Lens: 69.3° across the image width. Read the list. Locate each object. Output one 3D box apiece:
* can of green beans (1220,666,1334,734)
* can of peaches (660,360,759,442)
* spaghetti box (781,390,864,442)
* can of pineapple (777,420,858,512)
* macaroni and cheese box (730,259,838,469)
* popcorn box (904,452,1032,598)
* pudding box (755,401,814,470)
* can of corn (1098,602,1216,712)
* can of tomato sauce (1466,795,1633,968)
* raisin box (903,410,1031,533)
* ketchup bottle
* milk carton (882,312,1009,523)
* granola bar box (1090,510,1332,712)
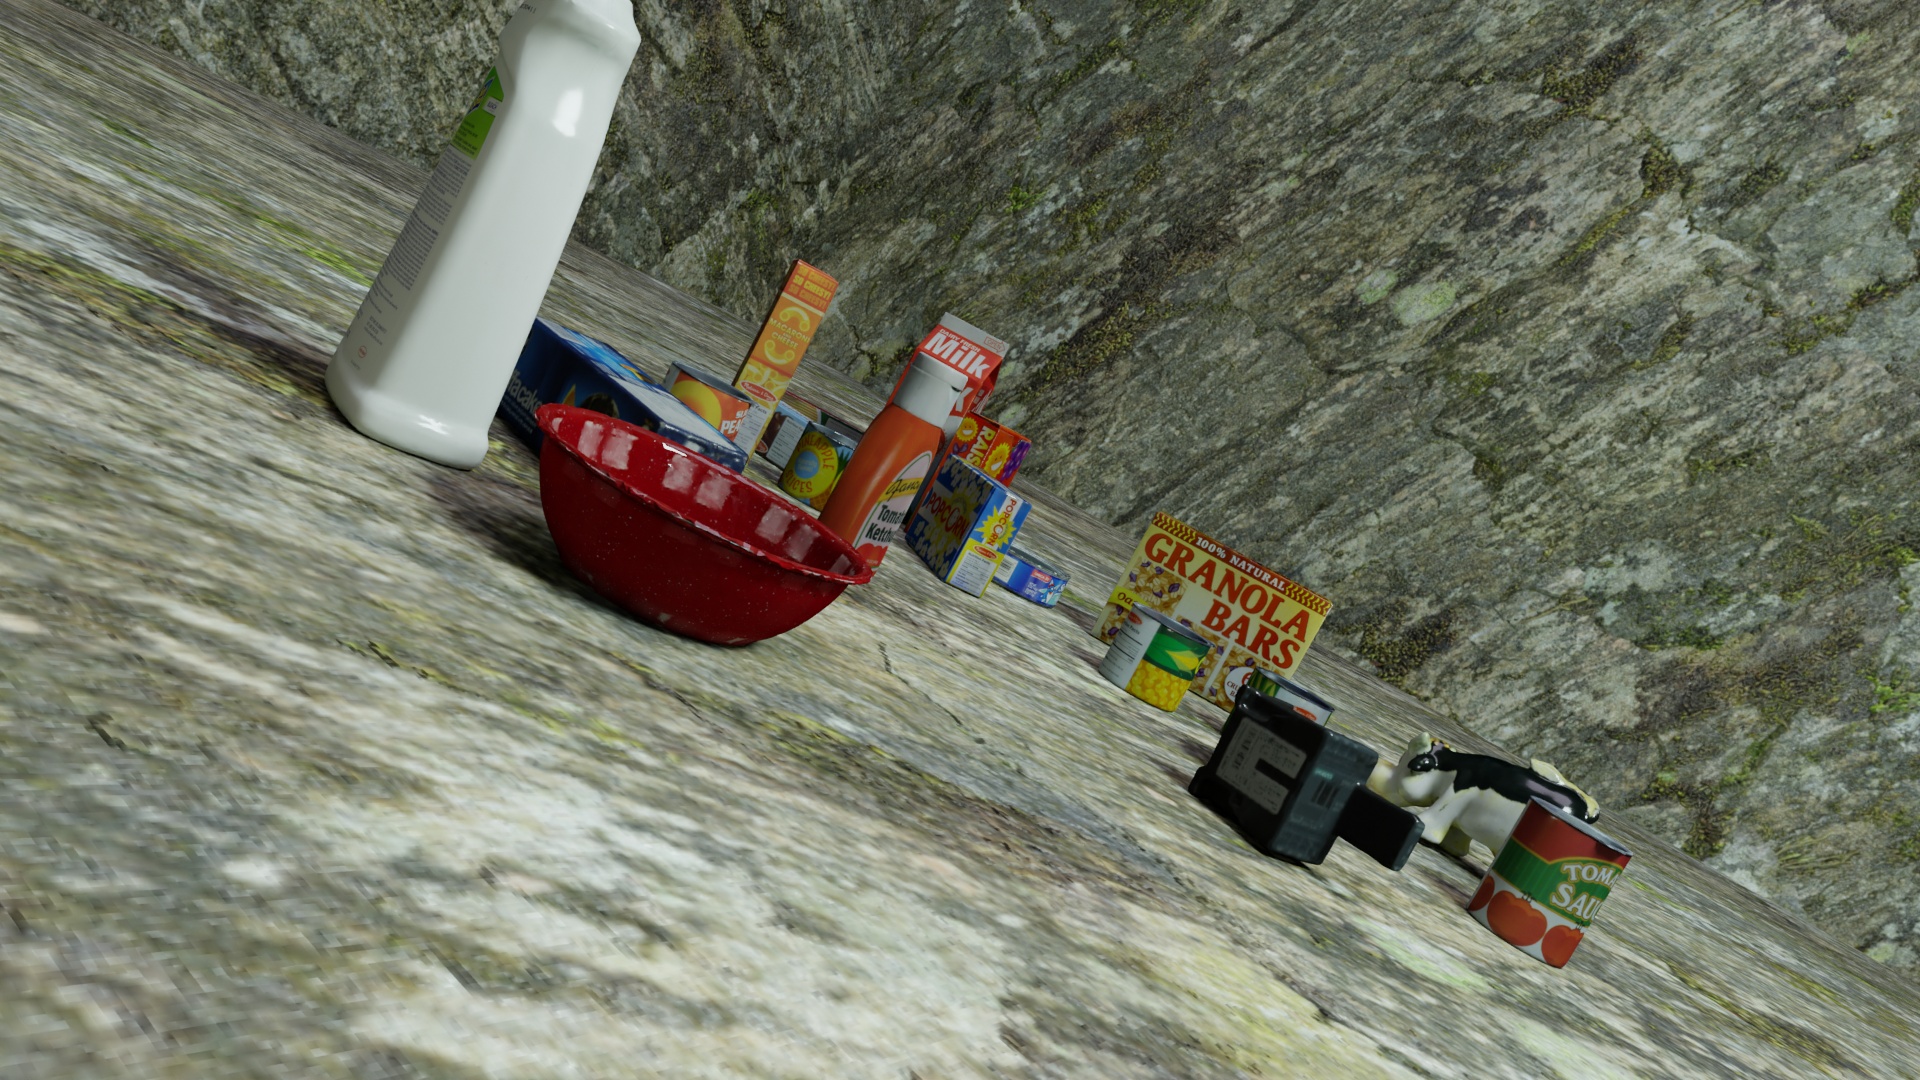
[{"bbox_3d":[0.238,0.135,1.044,0.071,0.057,0.071,28,6,-3],"label":"can of green beans"},{"bbox_3d":[-0.193,-0.091,1.025,0.071,0.058,0.071,28,6,-3],"label":"can of peaches"},{"bbox_3d":[-0.082,-0.074,1.390,0.250,0.050,0.029,27,6,-5],"label":"spaghetti box"},{"bbox_3d":[-0.106,-0.056,1.111,0.071,0.058,0.071,28,6,-3],"label":"can of pineapple"},{"bbox_3d":[-0.155,-0.147,1.138,0.040,0.166,0.124,27,6,-13],"label":"macaroni and cheese box"},{"bbox_3d":[0.004,-0.014,1.120,0.038,0.085,0.127,26,7,-22],"label":"popcorn box"},{"bbox_3d":[-0.151,-0.089,1.221,0.084,0.049,0.030,32,7,35],"label":"pudding box"},{"bbox_3d":[0.147,0.088,1.035,0.071,0.058,0.071,28,6,-3],"label":"can of corn"},{"bbox_3d":[0.365,0.212,0.861,0.071,0.083,0.071,28,6,-3],"label":"can of tomato sauce"},{"bbox_3d":[0.008,-0.049,1.246,0.040,0.123,0.086,30,6,22],"label":"raisin box"},{"bbox_3d":[-0.046,-0.049,0.895,0.043,0.148,0.065,30,6,22],"label":"ketchup bottle"},{"bbox_3d":[-0.029,-0.114,1.301,0.072,0.190,0.073,29,6,8],"label":"milk carton"},{"bbox_3d":[0.214,0.067,1.193,0.166,0.124,0.039,29,6,10],"label":"granola bar box"}]
